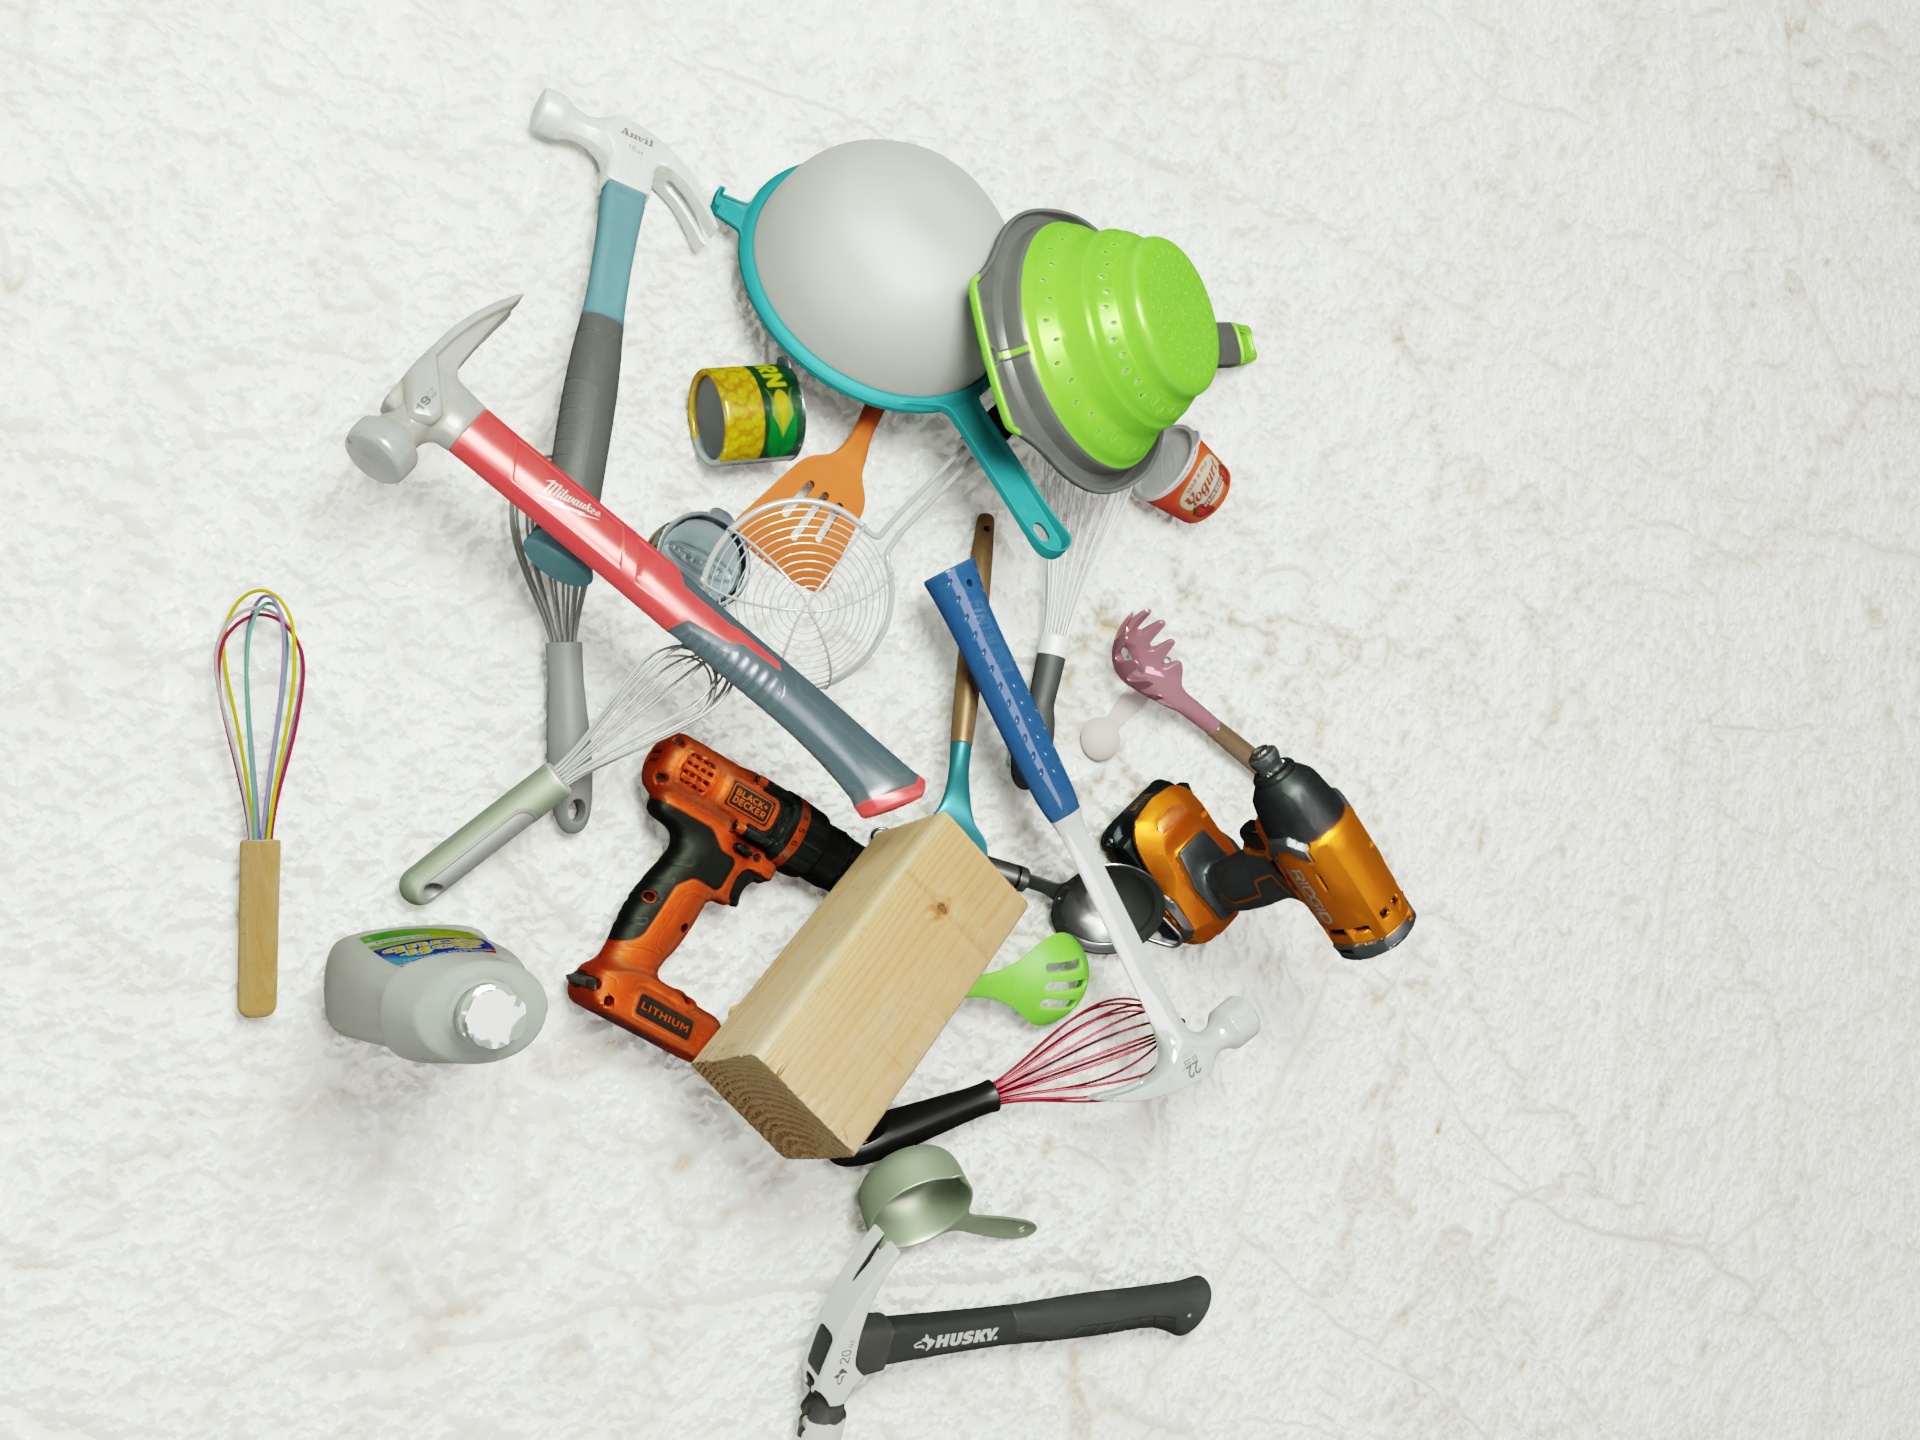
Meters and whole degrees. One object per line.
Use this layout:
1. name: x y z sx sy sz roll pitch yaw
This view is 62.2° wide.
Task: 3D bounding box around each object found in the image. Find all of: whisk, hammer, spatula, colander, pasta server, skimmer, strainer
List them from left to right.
1. whisk: -0.404 0.047 0.914 0.047 0.051 0.245 1 89 -9
2. whisk: -0.253 -0.047 1.004 0.055 0.055 0.239 -4 92 -31
3. whisk: -0.239 0.031 0.972 0.246 0.059 0.057 -39 147 -7
4. hammer: -0.230 -0.240 1.006 0.128 0.033 0.331 16 65 -30
5. hammer: -0.165 -0.083 0.952 0.386 0.038 0.143 41 54 -16
6. spatula: -0.057 -0.244 1.150 0.081 0.041 0.323 36 65 -24
7. skimmer: -0.043 -0.154 1.116 0.127 0.090 0.363 59 43 -20
8. strainer: -0.006 -0.270 1.082 0.211 0.095 0.340 -26 79 -34
9. spatula: -0.002 -0.004 1.142 0.082 0.044 0.318 12 68 -13
10. whisk: 0.040 0.263 1.141 0.295 0.073 0.073 -14 93 -25
11. hammer: 0.046 0.421 1.126 0.334 0.035 0.146 7 102 -33
12. strainer: 0.050 0.116 1.169 0.258 0.050 0.086 19 119 -22
13. whisk: 0.078 -0.086 1.196 0.070 0.070 0.285 15 83 -28
14. hammer: 0.075 0.079 1.121 0.144 0.035 0.405 -29 95 -30
15. colander: 0.159 -0.283 1.160 0.397 0.094 0.204 -20 96 -53
16. pasta server: 0.225 0.017 1.274 0.316 0.040 0.060 37 51 -27

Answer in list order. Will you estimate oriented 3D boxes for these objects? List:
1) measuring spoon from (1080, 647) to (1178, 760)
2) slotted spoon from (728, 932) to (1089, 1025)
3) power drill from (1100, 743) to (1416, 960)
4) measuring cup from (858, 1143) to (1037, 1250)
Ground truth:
1. measuring spoon: 0.138 -0.016 1.244 0.124 0.018 0.034 -48 108 -26
2. slotted spoon: -0.021 0.189 1.097 0.313 0.031 0.070 1 98 -39
3. power drill: 0.204 0.091 1.151 0.084 0.226 0.164 -41 106 -27
4. measuring cup: -0.005 0.337 1.117 0.083 0.038 0.167 -47 137 15
